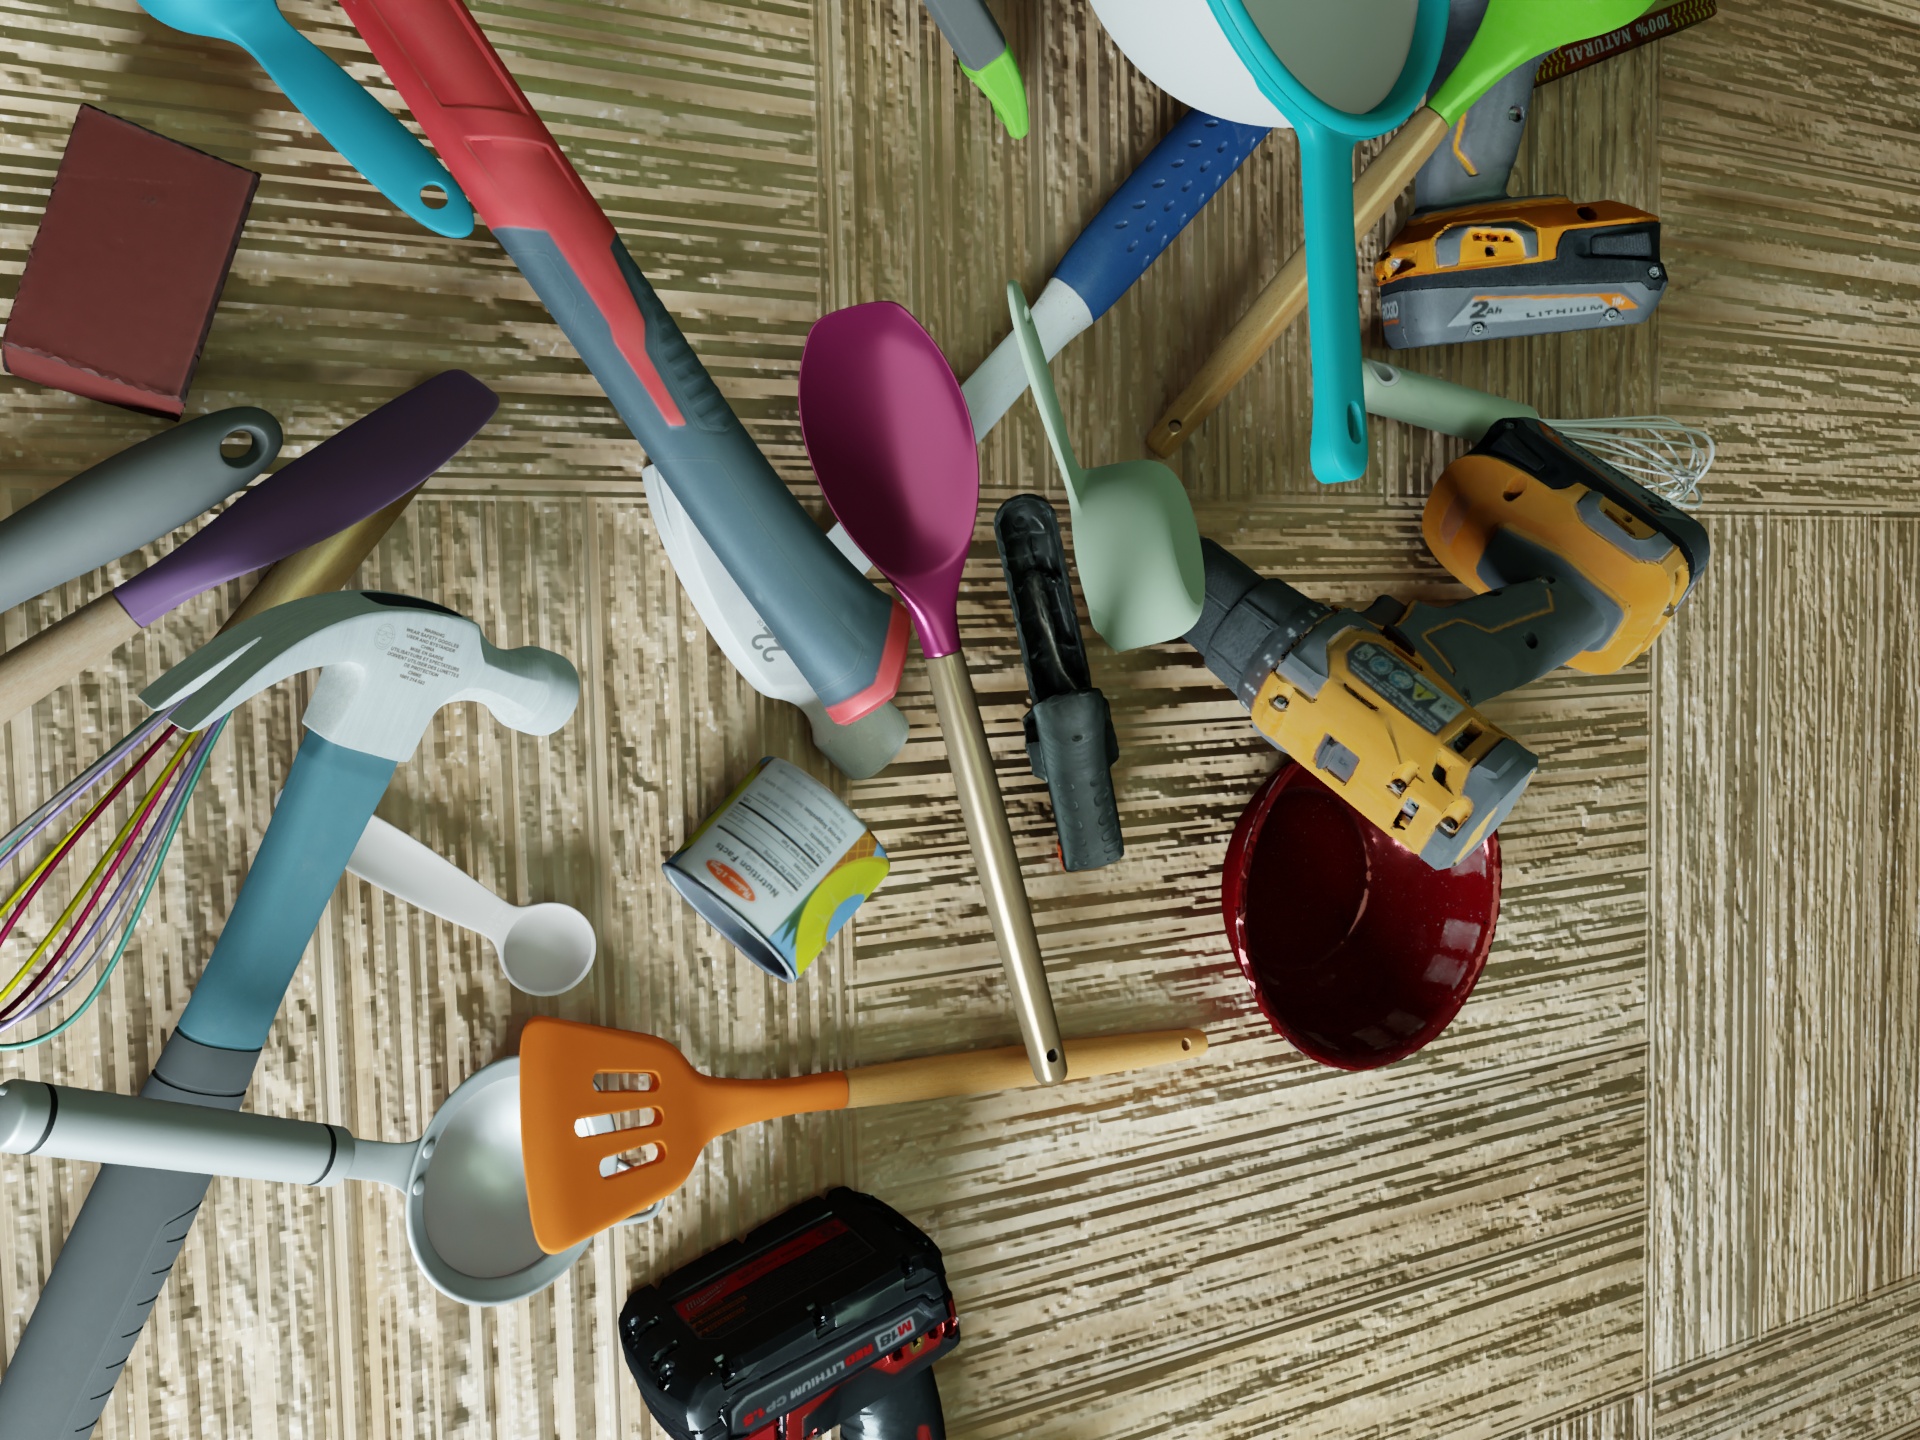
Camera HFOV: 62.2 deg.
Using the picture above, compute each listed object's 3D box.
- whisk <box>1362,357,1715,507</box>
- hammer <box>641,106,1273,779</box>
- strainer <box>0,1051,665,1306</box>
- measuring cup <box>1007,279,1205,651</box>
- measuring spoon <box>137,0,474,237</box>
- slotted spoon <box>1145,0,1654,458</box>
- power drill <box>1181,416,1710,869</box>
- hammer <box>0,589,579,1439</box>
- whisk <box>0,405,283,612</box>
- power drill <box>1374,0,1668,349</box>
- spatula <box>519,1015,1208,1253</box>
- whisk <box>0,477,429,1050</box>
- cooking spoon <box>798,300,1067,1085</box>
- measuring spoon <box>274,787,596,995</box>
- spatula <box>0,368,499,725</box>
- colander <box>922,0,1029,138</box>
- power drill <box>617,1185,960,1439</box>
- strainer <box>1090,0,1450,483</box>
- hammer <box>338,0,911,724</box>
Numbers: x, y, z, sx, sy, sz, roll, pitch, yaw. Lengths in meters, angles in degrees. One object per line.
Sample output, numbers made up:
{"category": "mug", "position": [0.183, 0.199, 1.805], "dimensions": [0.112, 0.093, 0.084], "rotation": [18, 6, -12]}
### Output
{"category": "whisk", "position": [0.288, -0.145, 0.804], "dimensions": [0.246, 0.059, 0.058], "rotation": [9, 52, -26]}
{"category": "hammer", "position": [0.037, -0.172, 0.662], "dimensions": [0.144, 0.035, 0.405], "rotation": [47, 71, -23]}
{"category": "strainer", "position": [-0.197, 0.137, 0.506], "dimensions": [0.258, 0.050, 0.087], "rotation": [32, 66, -53]}
{"category": "measuring cup", "position": [0.059, -0.100, 0.617], "dimensions": [0.083, 0.038, 0.167], "rotation": [-77, 151, -45]}
{"category": "measuring spoon", "position": [-0.196, -0.198, 0.479], "dimensions": [0.128, 0.021, 0.042], "rotation": [44, 73, -13]}
{"category": "slotted spoon", "position": [0.188, -0.236, 0.681], "dimensions": [0.070, 0.031, 0.313], "rotation": [41, 99, 4]}
{"category": "power drill", "position": [0.207, -0.054, 0.715], "dimensions": [0.185, 0.084, 0.226], "rotation": [41, 56, 22]}
{"category": "hammer", "position": [-0.237, 0.112, 0.500], "dimensions": [0.128, 0.033, 0.331], "rotation": [27, 87, -53]}
{"category": "whisk", "position": [-0.310, -0.034, 0.468], "dimensions": [0.239, 0.055, 0.055], "rotation": [-37, 109, -25]}
{"category": "power drill", "position": [0.263, -0.291, 0.720], "dimensions": [0.164, 0.084, 0.226], "rotation": [-5, 101, 5]}
{"category": "spatula", "position": [-0.022, 0.146, 0.642], "dimensions": [0.322, 0.041, 0.081], "rotation": [0, 77, -31]}
{"category": "whisk", "position": [-0.243, 0.000, 0.509], "dimensions": [0.051, 0.047, 0.245], "rotation": [35, 71, -10]}
{"category": "cooking spoon", "position": [-0.001, -0.002, 0.620], "dimensions": [0.068, 0.017, 0.318], "rotation": [-20, 104, -24]}
{"category": "measuring spoon", "position": [-0.186, 0.058, 0.565], "dimensions": [0.124, 0.018, 0.034], "rotation": [35, 80, -19]}
{"category": "spatula", "position": [-0.277, -0.018, 0.486], "dimensions": [0.316, 0.060, 0.018], "rotation": [-38, 136, -16]}
{"category": "colander", "position": [-0.106, -0.344, 0.540], "dimensions": [0.094, 0.205, 0.396], "rotation": [-32, 129, 11]}
{"category": "power drill", "position": [-0.062, 0.321, 0.613], "dimensions": [0.188, 0.080, 0.226], "rotation": [-22, 106, -26]}
{"category": "strainer", "position": [0.108, -0.261, 0.628], "dimensions": [0.211, 0.095, 0.340], "rotation": [-8, 95, -47]}
{"category": "hammer", "position": [-0.147, -0.155, 0.530], "dimensions": [0.143, 0.038, 0.386], "rotation": [-37, 101, -21]}
